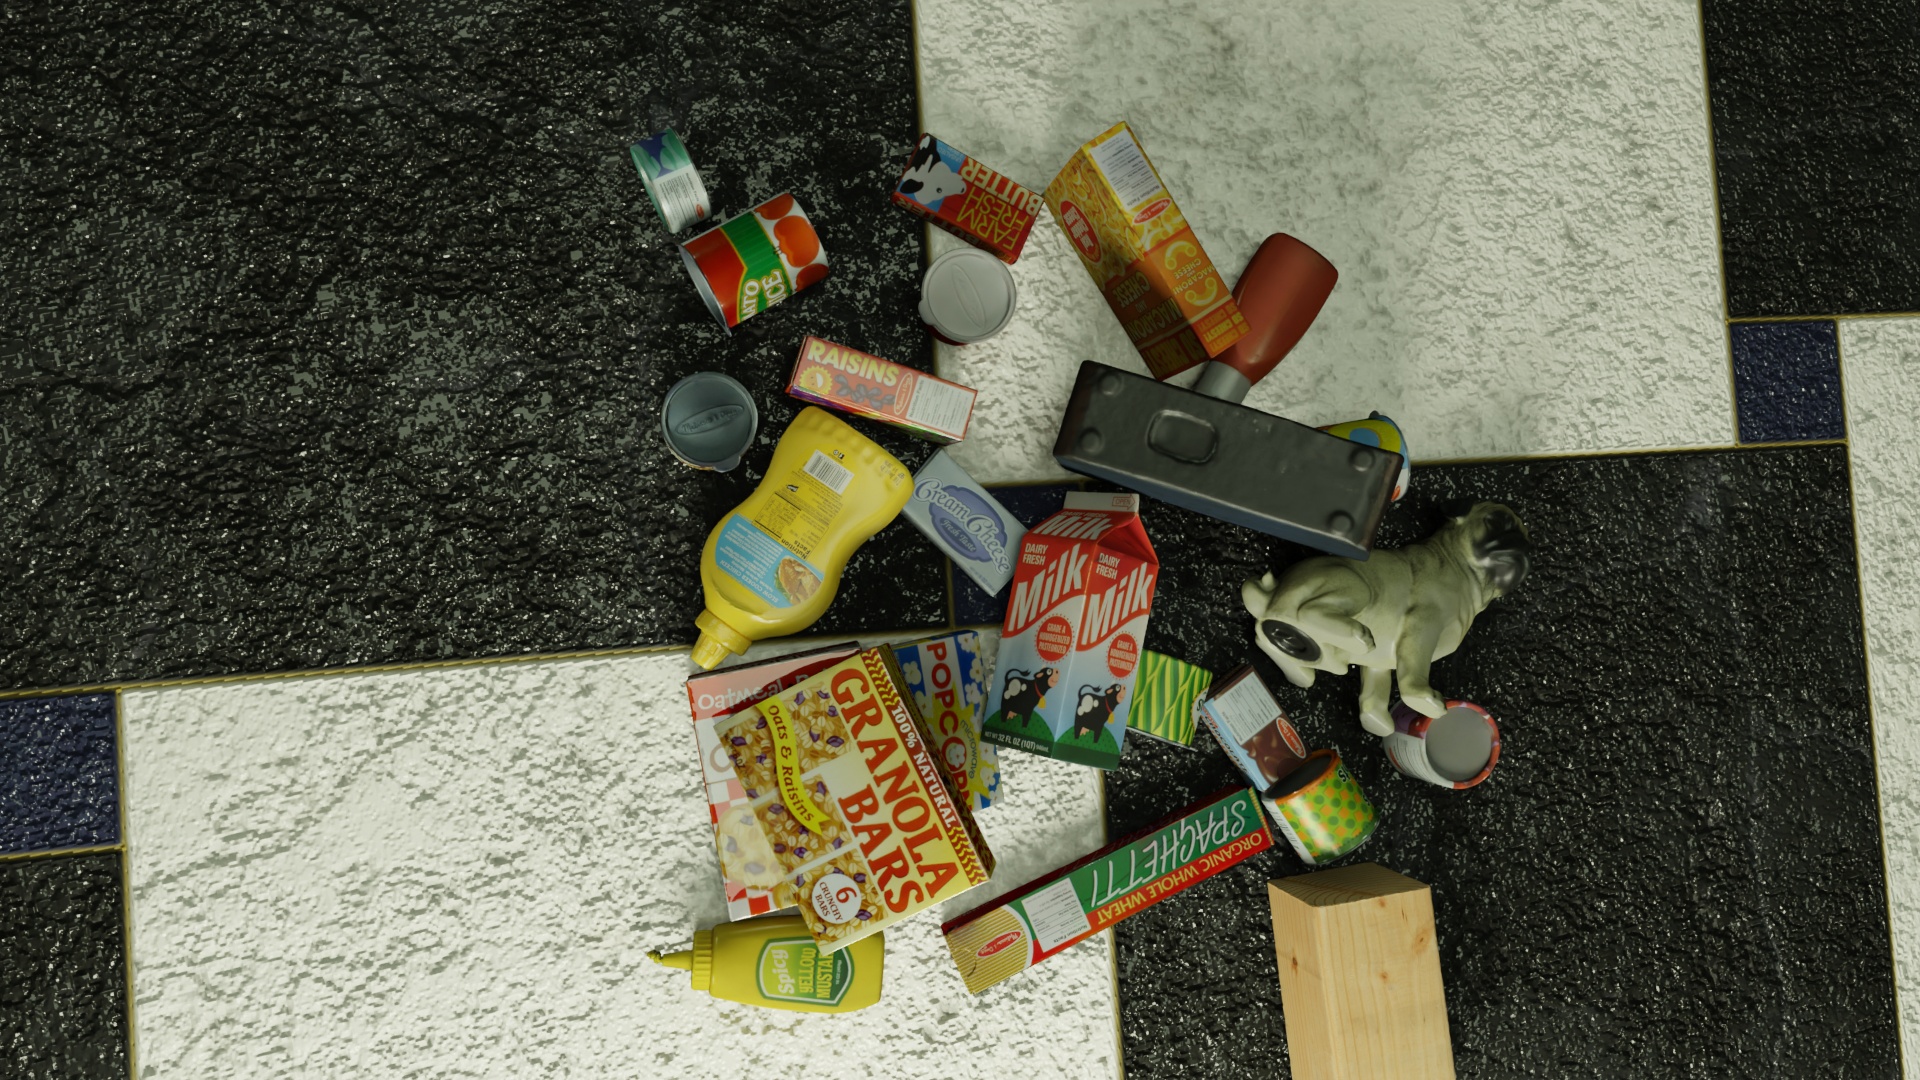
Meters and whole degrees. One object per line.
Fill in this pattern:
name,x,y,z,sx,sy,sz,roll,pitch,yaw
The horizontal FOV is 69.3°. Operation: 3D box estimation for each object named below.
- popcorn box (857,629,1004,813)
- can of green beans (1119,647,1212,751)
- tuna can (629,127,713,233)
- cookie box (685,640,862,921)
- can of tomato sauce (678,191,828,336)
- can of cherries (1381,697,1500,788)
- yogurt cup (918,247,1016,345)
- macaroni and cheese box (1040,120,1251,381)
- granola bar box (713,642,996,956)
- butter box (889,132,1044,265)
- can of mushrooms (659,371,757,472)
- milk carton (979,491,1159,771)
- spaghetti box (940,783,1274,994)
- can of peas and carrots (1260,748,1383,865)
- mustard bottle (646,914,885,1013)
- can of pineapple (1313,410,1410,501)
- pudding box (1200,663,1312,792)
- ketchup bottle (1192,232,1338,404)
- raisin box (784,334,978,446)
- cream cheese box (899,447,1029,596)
popcorn box,-0.020,0.131,0.965,0.085,0.038,0.126,-8,88,-45
can of green beans,0.142,0.113,1.001,0.071,0.071,0.058,19,84,-9
tuna can,-0.200,-0.249,0.958,0.033,0.071,0.071,-26,92,-10
cookie box,-0.115,0.164,0.965,0.123,0.040,0.167,-11,90,-11
can of tomato sauce,-0.142,-0.193,0.964,0.083,0.071,0.071,-31,93,-11
can of cherries,0.362,0.148,1.043,0.071,0.058,0.071,0,88,-10
yogurt cup,0.002,-0.171,0.996,0.072,0.054,0.072,0,87,-10
macaroni and cheese box,0.130,-0.200,0.985,0.040,0.123,0.166,-33,94,-9
granola bar box,-0.068,0.167,0.907,0.124,0.039,0.165,-27,86,8
butter box,0.006,-0.249,1.016,0.103,0.024,0.053,27,82,-8
can of mushrooms,-0.175,-0.080,0.969,0.071,0.033,0.071,1,87,-11
milk carton,0.081,0.058,0.975,0.073,0.072,0.190,19,80,-43
spaghetti box,0.108,0.250,1.007,0.250,0.028,0.050,-23,92,-11
can of peas and carrots,0.265,0.193,1.019,0.071,0.071,0.058,-36,93,-10
mustard bottle,-0.133,0.289,0.950,0.160,0.048,0.065,3,85,-10
can of pineapple,0.293,-0.058,1.039,0.058,0.071,0.071,-10,89,-10
pudding box,0.215,0.139,1.031,0.050,0.030,0.083,-36,94,-11
ketchup bottle,0.221,-0.154,1.040,0.065,0.043,0.149,33,82,-6
raisin box,-0.057,-0.102,0.965,0.123,0.086,0.040,18,89,-9
cream cheese box,0.004,-0.013,1.003,0.104,0.024,0.053,43,81,-6
